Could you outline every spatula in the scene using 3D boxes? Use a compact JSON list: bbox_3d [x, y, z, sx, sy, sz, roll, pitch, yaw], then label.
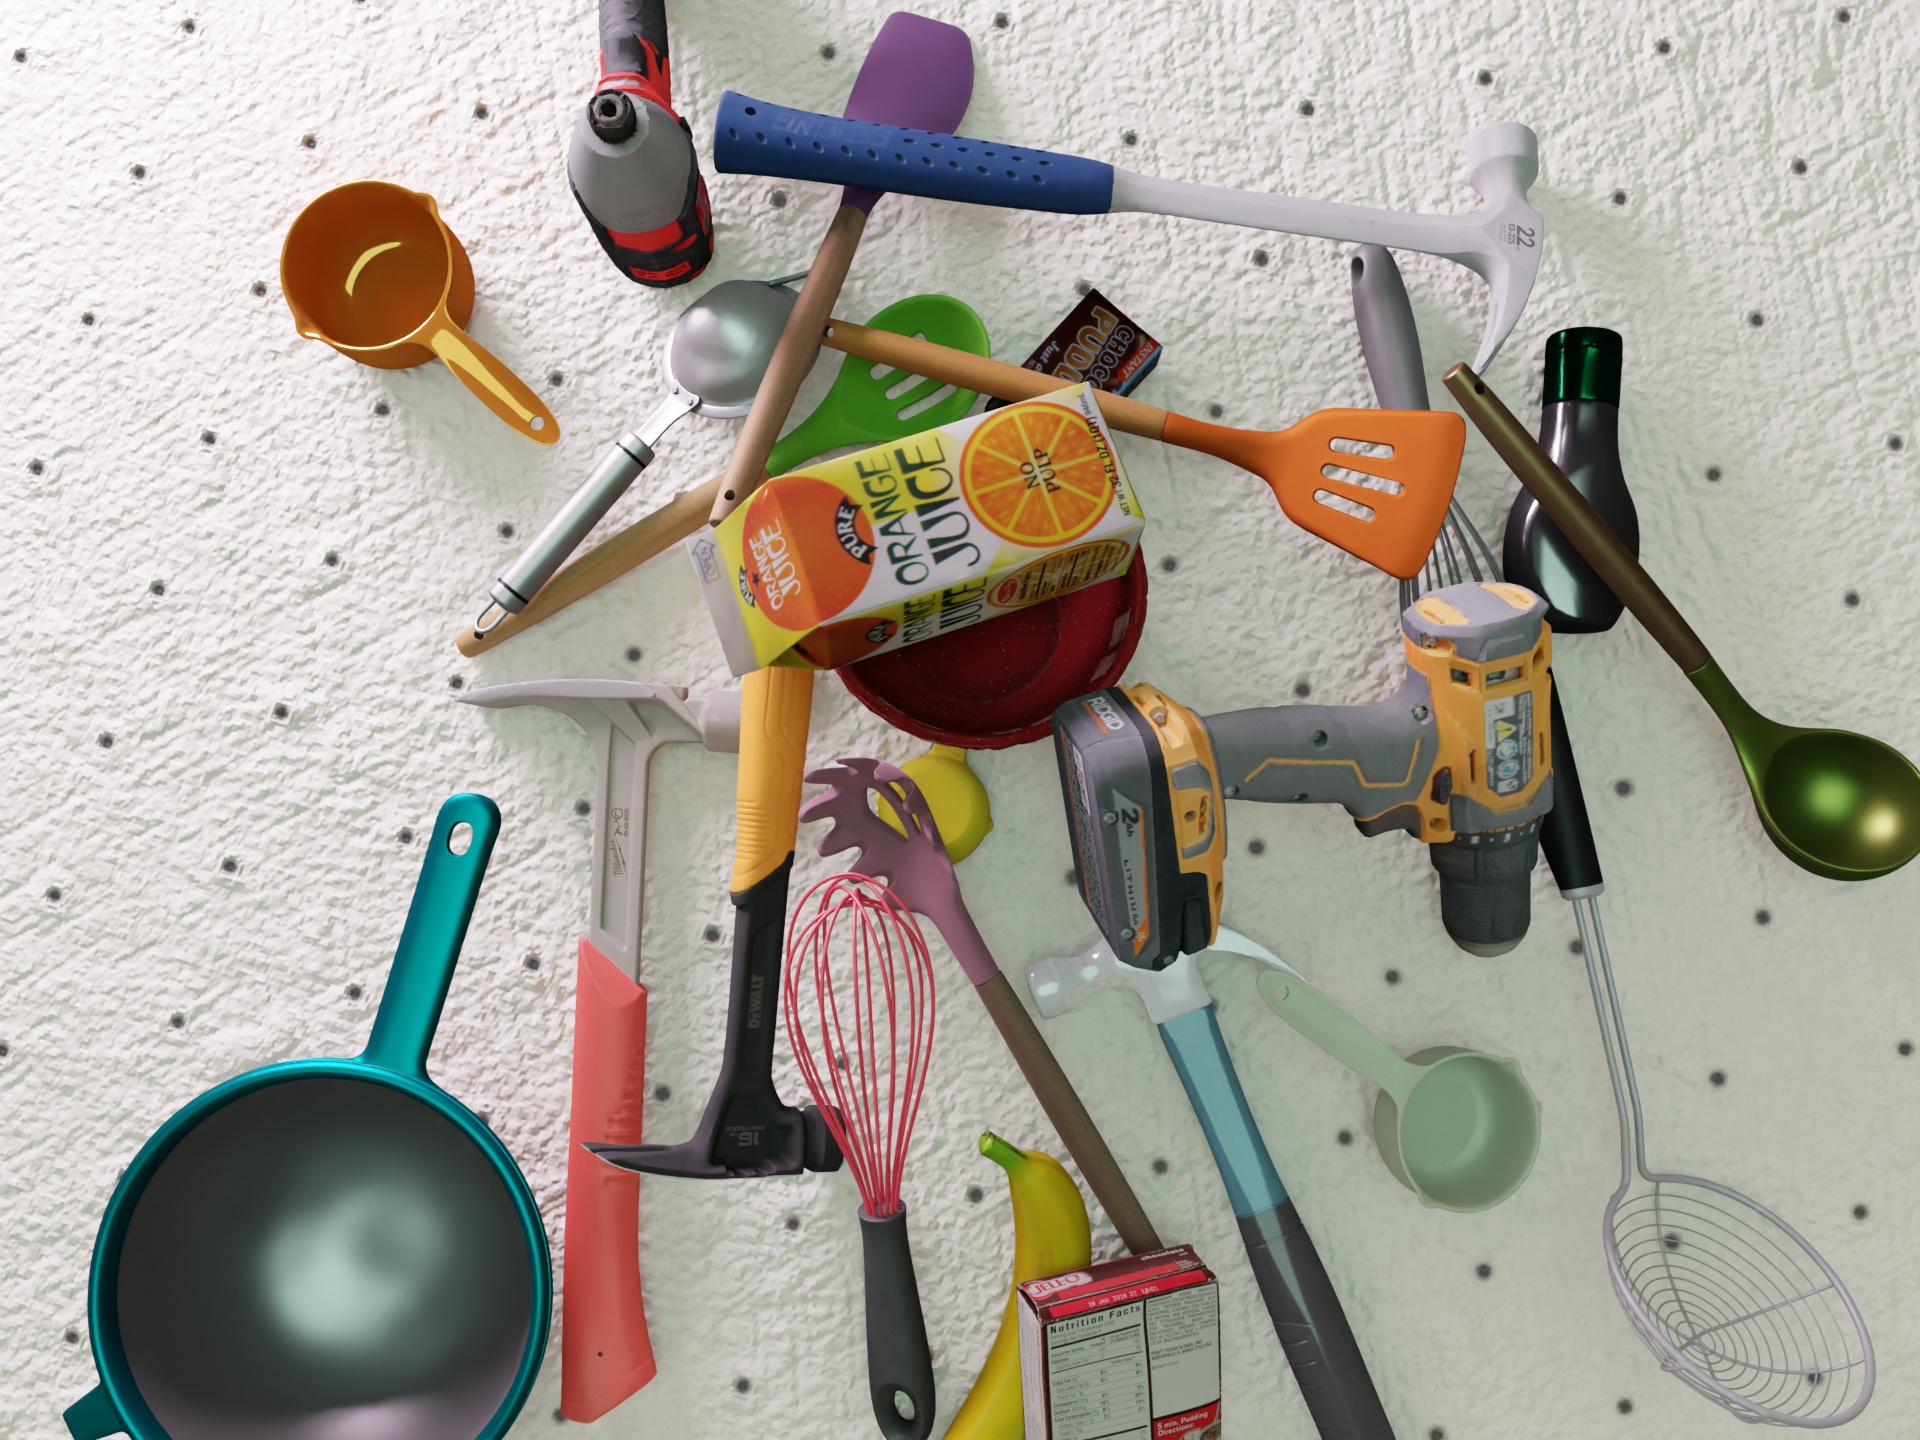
[{"bbox_3d":[-0.059,-0.228,0.782,0.060,0.018,0.316,19,70,3],"label":"spatula"},{"bbox_3d":[0.075,-0.149,0.769,0.322,0.041,0.081,16,102,4],"label":"spatula"}]

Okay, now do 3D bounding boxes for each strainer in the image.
[{"bbox_3d":[-0.158,-0.142,0.799,0.087,0.050,0.258,38,86,26],"label":"strainer"},{"bbox_3d":[-0.271,0.200,0.763,0.211,0.095,0.340,16,86,2],"label":"strainer"}]

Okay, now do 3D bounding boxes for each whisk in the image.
[{"bbox_3d":[0.229,-0.127,0.792,0.055,0.055,0.239,-11,82,1],"label":"whisk"},{"bbox_3d":[-0.038,0.213,0.751,0.073,0.073,0.295,-5,102,2],"label":"whisk"}]

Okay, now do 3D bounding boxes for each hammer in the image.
[{"bbox_3d":[-0.184,0.159,0.791,0.149,0.036,0.359,2,86,2],"label":"hammer"},{"bbox_3d":[-0.101,0.050,0.768,0.127,0.034,0.337,7,85,-31],"label":"hammer"},{"bbox_3d":[0.151,0.250,0.776,0.128,0.033,0.331,-22,86,1],"label":"hammer"},{"bbox_3d":[0.084,-0.253,0.774,0.405,0.035,0.144,7,67,-2],"label":"hammer"}]

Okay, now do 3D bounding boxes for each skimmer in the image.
[{"bbox_3d":[0.331,0.137,0.749,0.127,0.090,0.363,-7,82,-31],"label":"skimmer"}]

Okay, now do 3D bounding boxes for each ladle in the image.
[{"bbox_3d":[0.338,-0.048,0.744,0.320,0.062,0.078,46,71,-10],"label":"ladle"}]

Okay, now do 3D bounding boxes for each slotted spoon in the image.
[{"bbox_3d":[-0.123,-0.118,0.813,0.314,0.031,0.070,-31,86,2],"label":"slotted spoon"}]

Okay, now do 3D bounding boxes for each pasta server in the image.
[{"bbox_3d":[0.023,0.151,0.767,0.060,0.040,0.316,-27,95,34],"label":"pasta server"}]

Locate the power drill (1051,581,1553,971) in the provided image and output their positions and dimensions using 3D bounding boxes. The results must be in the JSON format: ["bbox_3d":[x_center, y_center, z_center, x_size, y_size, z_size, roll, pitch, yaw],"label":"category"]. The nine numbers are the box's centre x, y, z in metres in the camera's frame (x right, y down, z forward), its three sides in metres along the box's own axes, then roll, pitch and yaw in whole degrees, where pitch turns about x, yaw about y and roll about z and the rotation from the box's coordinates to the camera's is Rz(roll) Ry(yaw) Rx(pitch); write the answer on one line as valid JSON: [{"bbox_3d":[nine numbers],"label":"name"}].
[{"bbox_3d":[0.168,0.047,0.738,0.226,0.084,0.185,-14,114,-7],"label":"power drill"}]

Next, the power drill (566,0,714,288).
[{"bbox_3d":[-0.163,-0.337,0.771,0.078,0.143,0.220,-7,84,-1],"label":"power drill"}]

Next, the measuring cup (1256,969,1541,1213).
[{"bbox_3d":[0.201,0.168,0.761,0.167,0.038,0.083,37,81,-8],"label":"measuring cup"}]

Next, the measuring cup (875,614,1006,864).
[{"bbox_3d":[-0.001,-0.003,0.799,0.062,0.029,0.156,14,86,3],"label":"measuring cup"}]

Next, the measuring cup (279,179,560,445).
[{"bbox_3d":[-0.263,-0.195,0.810,0.173,0.052,0.095,43,89,2],"label":"measuring cup"}]
